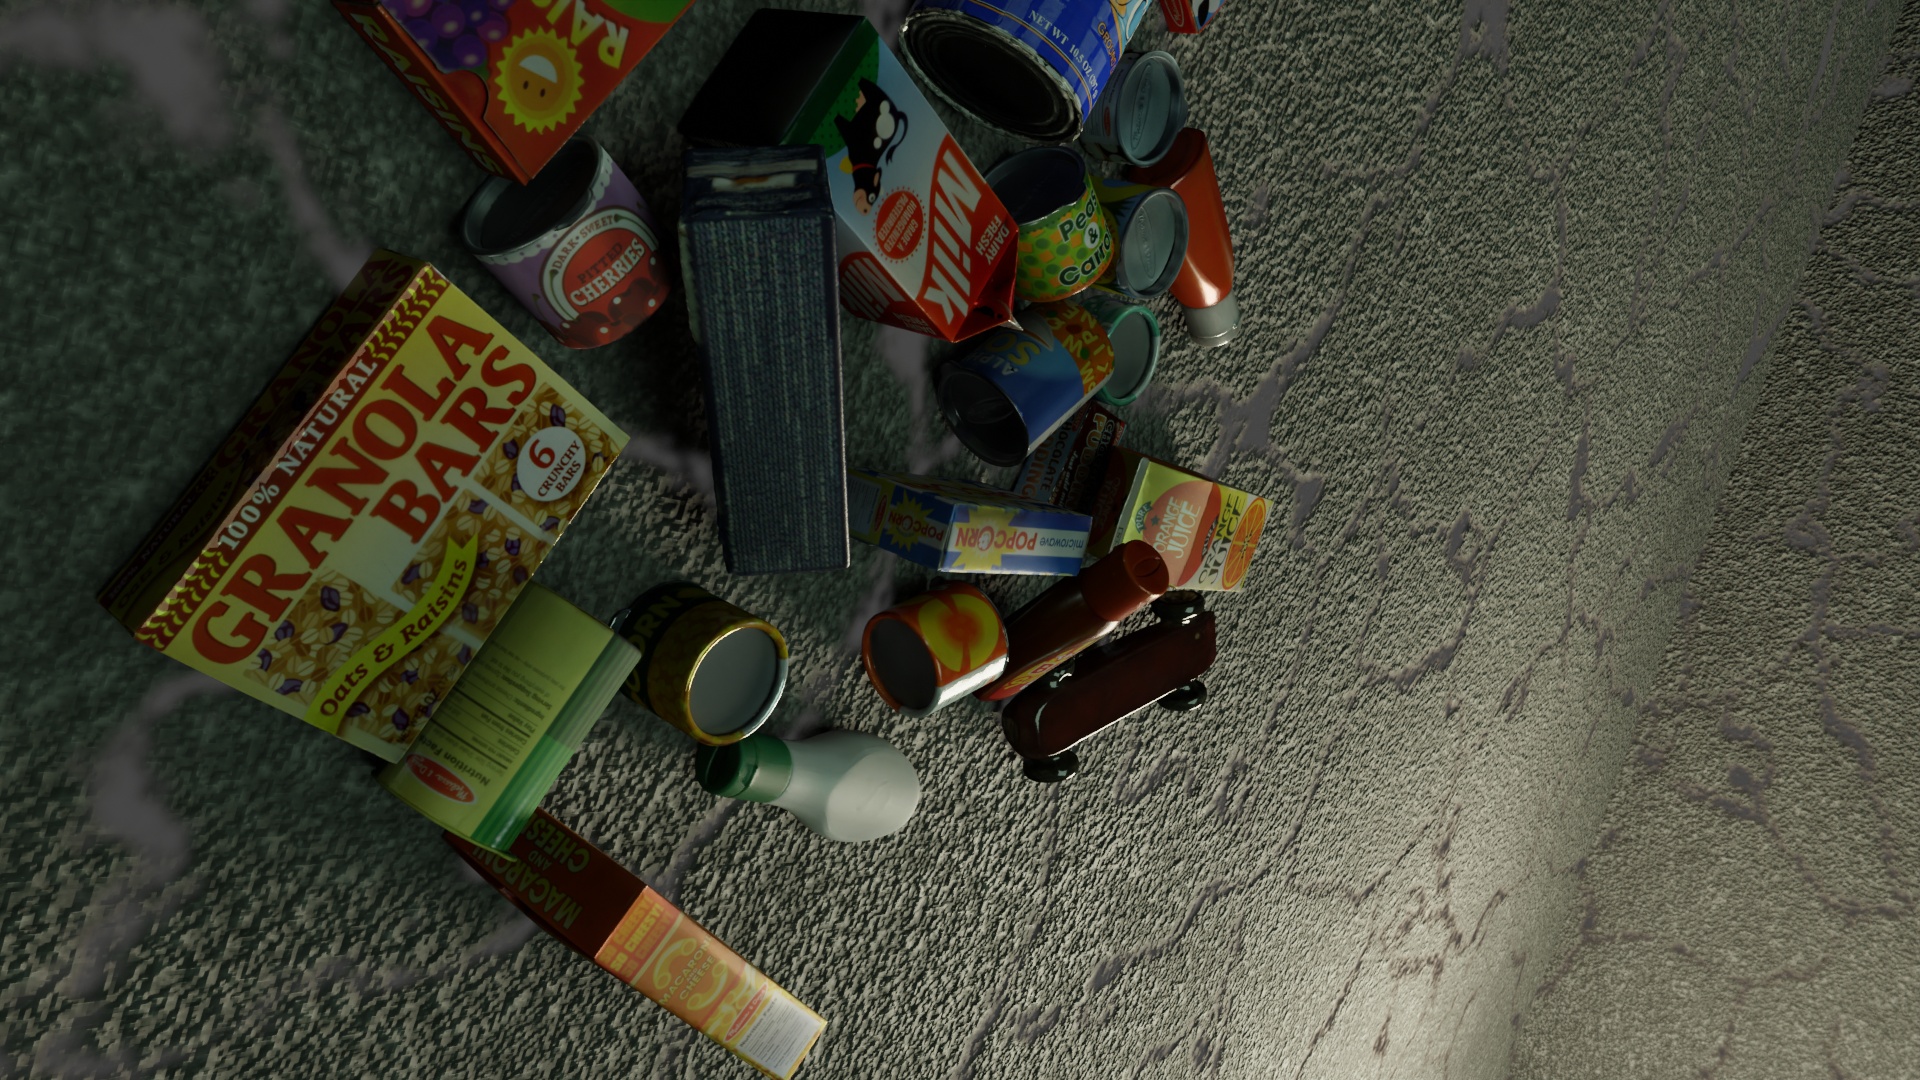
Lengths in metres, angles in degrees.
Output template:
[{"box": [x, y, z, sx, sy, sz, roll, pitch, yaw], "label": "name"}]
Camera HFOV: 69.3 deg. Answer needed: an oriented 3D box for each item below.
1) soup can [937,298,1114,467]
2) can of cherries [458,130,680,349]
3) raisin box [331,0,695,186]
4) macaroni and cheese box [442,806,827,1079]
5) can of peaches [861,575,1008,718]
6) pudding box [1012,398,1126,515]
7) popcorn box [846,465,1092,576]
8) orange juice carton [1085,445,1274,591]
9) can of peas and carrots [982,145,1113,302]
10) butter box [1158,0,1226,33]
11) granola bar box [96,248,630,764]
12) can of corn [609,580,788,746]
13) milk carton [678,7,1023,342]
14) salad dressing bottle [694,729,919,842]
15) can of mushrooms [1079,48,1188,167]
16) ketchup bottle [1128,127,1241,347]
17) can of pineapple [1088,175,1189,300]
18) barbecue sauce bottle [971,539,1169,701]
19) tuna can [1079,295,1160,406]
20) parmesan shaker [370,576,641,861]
[{"box": [0.037, -0.095, 0.796, 0.084, 0.071, 0.071, -43, 135, -29], "label": "soup can"}, {"box": [-0.154, -0.118, 0.555, 0.072, 0.071, 0.058, -55, 140, -16], "label": "can of cherries"}, {"box": [-0.160, -0.211, 0.529, 0.124, 0.040, 0.086, -54, 140, -16], "label": "raisin box"}, {"box": [-0.151, 0.187, 0.658, 0.040, 0.124, 0.166, -54, 139, -19], "label": "macaroni and cheese box"}, {"box": [-0.017, 0.061, 0.807, 0.058, 0.071, 0.071, -24, 124, -41], "label": "can of peaches"}, {"box": [0.068, -0.048, 0.882, 0.049, 0.030, 0.083, 28, 85, -53], "label": "pudding box"}, {"box": [0.003, -0.010, 0.779, 0.127, 0.085, 0.038, 4, 103, -50], "label": "popcorn box"}, {"box": [0.140, -0.013, 0.917, 0.193, 0.073, 0.071, 7, 104, -63], "label": "orange juice carton"}, {"box": [0.048, -0.174, 0.766, 0.071, 0.071, 0.058, -52, 139, -20], "label": "can of peas and carrots"}, {"box": [0.155, -0.361, 0.843, 0.104, 0.024, 0.053, -52, 138, -19], "label": "butter box"}, {"box": [-0.225, -0.011, 0.547, 0.166, 0.039, 0.124, -58, 141, -13], "label": "granola bar box"}, {"box": [-0.128, 0.059, 0.678, 0.071, 0.058, 0.070, -25, 125, -42], "label": "can of corn"}, {"box": [-0.038, -0.160, 0.671, 0.073, 0.072, 0.190, -60, 141, -11], "label": "milk carton"}, {"box": [-0.083, 0.133, 0.779, 0.147, 0.044, 0.064, 25, 89, -51], "label": "salad dressing bottle"}, {"box": [0.102, -0.256, 0.822, 0.071, 0.033, 0.070, -24, 123, -42], "label": "can of mushrooms"}, {"box": [0.151, -0.190, 0.901, 0.065, 0.043, 0.148, -59, 142, -27], "label": "ketchup bottle"}, {"box": [0.093, -0.180, 0.826, 0.071, 0.058, 0.070, -24, 124, -41], "label": "can of pineapple"}, {"box": [0.063, 0.048, 0.839, 0.065, 0.148, 0.044, -22, 78, -47], "label": "barbecue sauce bottle"}, {"box": [0.094, -0.120, 0.876, 0.071, 0.033, 0.070, -25, 125, -41], "label": "tuna can"}, {"box": [-0.192, 0.076, 0.602, 0.103, 0.071, 0.071, -57, 140, -14], "label": "parmesan shaker"}]
